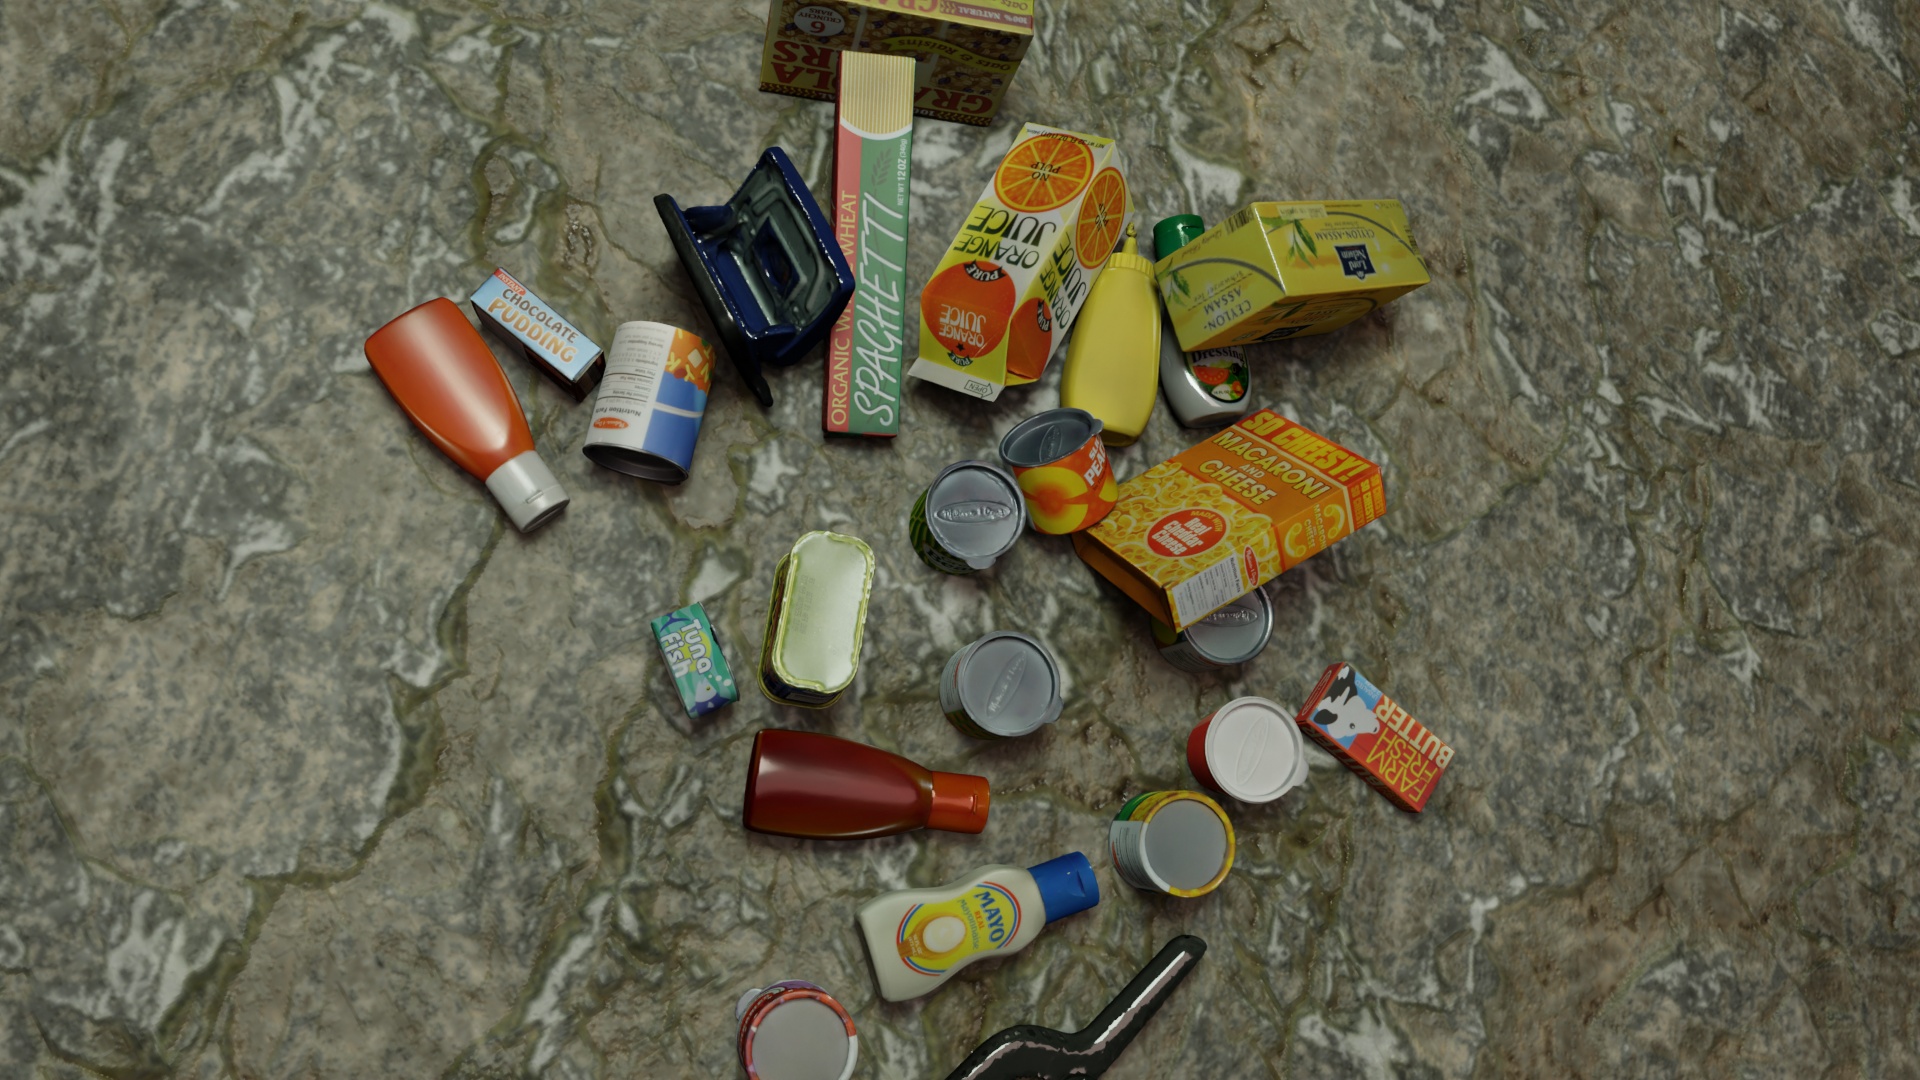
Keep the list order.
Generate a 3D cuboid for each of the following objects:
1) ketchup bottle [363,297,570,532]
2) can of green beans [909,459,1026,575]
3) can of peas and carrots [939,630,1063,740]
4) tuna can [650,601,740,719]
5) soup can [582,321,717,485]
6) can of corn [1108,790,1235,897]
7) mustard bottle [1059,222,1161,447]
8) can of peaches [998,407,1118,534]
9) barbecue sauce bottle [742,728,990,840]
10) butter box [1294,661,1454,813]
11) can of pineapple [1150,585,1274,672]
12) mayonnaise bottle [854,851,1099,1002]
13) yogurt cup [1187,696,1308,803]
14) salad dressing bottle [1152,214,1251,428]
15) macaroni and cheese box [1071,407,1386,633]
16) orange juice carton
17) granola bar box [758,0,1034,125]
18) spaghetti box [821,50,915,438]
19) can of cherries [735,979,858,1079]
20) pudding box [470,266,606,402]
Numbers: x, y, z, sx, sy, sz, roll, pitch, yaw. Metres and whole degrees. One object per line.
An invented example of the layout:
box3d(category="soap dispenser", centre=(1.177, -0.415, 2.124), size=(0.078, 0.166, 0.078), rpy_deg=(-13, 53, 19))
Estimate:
box3d(category="ketchup bottle", centre=(-0.299, -0.074, 0.856), size=(0.065, 0.043, 0.149), rpy_deg=(-36, 88, -16))
box3d(category="can of green beans", centre=(0.003, -0.014, 0.905), size=(0.071, 0.057, 0.071), rpy_deg=(3, 78, -13))
box3d(category="can of peas and carrots", centre=(0.026, 0.095, 0.886), size=(0.071, 0.058, 0.071), rpy_deg=(3, 78, -13))
box3d(category="tuna can", centre=(-0.161, 0.072, 0.841), size=(0.033, 0.071, 0.071), rpy_deg=(-22, 84, -15))
box3d(category="soup can", centre=(-0.192, -0.085, 0.873), size=(0.071, 0.071, 0.084), rpy_deg=(14, 75, -10))
box3d(category="can of corn", centre=(0.137, 0.193, 0.891), size=(0.071, 0.058, 0.071), rpy_deg=(3, 78, -12))
box3d(category="mustard bottle", centre=(0.109, -0.146, 0.962), size=(0.065, 0.048, 0.160), rpy_deg=(12, 75, -4))
box3d(category="can of peaches", centre=(0.067, -0.046, 0.911), size=(0.071, 0.071, 0.057), rpy_deg=(-33, 123, -17))
box3d(category="barbecue sauce bottle", centre=(-0.057, 0.156, 0.862), size=(0.149, 0.043, 0.065), rpy_deg=(9, 77, -12))
box3d(category="butter box", centre=(0.285, 0.136, 0.955), size=(0.103, 0.024, 0.053), rpy_deg=(39, 72, -3))
box3d(category="can of pineapple", centre=(0.168, 0.052, 0.928), size=(0.071, 0.057, 0.071), rpy_deg=(3, 78, -13))
box3d(category="mayonnaise bottle", centre=(0.012, 0.233, 0.862), size=(0.148, 0.041, 0.065), rpy_deg=(-16, 81, -15))
box3d(category="yogurt cup", centre=(0.184, 0.139, 0.915), size=(0.072, 0.054, 0.072), rpy_deg=(3, 78, -12))
box3d(category="salad dressing bottle", centre=(0.166, -0.155, 0.980), size=(0.064, 0.044, 0.148), rpy_deg=(-5, 79, -24))
box3d(category="macaroni and cheese box", centre=(0.172, -0.017, 0.909), size=(0.167, 0.124, 0.040), rpy_deg=(-27, 123, -14))
box3d(category="orange juice carton", centre=(0.038, -0.178, 0.927), size=(0.072, 0.072, 0.193), rpy_deg=(20, 71, 28))
box3d(category="granola bar box", centre=(-0.046, -0.335, 0.928), size=(0.166, 0.124, 0.039), rpy_deg=(6, 77, -12))
box3d(category="spaghetti box", centre=(-0.061, -0.191, 0.911), size=(0.050, 0.028, 0.249), rpy_deg=(2, 93, -12))
box3d(category="can of cherries", centre=(-0.099, 0.293, 0.814), size=(0.071, 0.058, 0.071), rpy_deg=(3, 78, -13))
box3d(category="pudding box", centre=(-0.264, -0.128, 0.872), size=(0.084, 0.049, 0.030), rpy_deg=(40, 75, -2))
